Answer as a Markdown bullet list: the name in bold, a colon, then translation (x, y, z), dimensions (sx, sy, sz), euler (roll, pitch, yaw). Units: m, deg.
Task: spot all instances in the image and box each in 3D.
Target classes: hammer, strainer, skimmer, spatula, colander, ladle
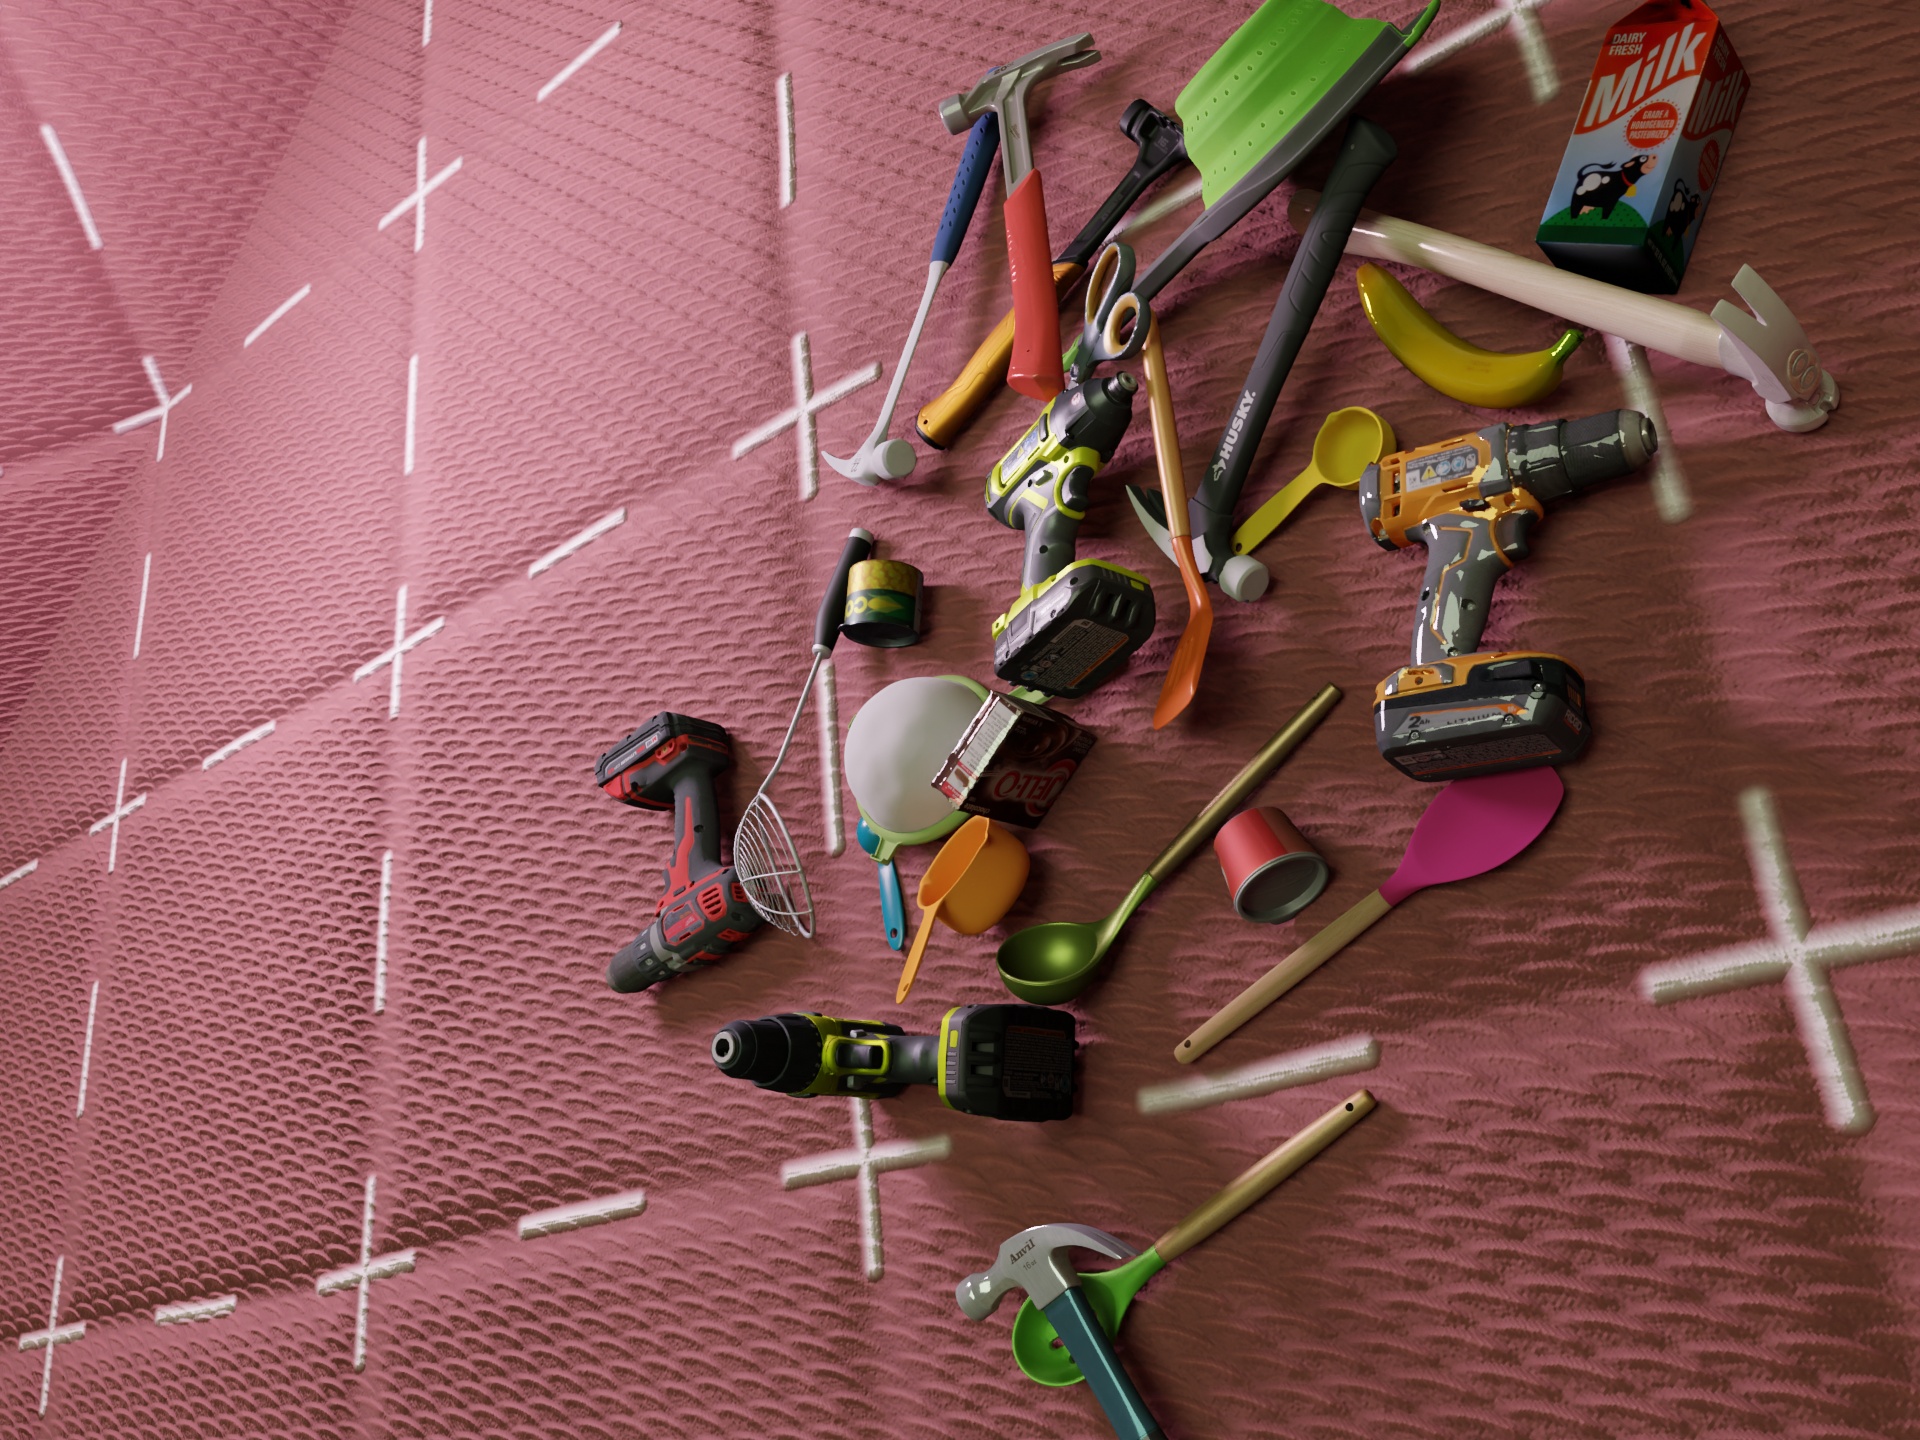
- **hammer**: translation (-0.026, -0.400, 1.439), dimensions (0.144, 0.035, 0.405), euler (5, 74, 61)
- **hammer**: translation (0.063, -0.417, 1.322), dimensions (0.149, 0.036, 0.359), euler (-17, 59, 21)
- **strainer**: translation (-0.002, -0.004, 1.270), dimensions (0.256, 0.069, 0.152), euler (-31, 50, 24)
- **skimmer**: translation (-0.113, 0.005, 1.385), dimensions (0.127, 0.090, 0.363), euler (129, 160, -70)
- **hammer**: translation (0.123, 0.471, 1.012), dimensions (0.128, 0.033, 0.331), euler (-45, 59, 17)
- **hammer**: translation (0.223, -0.263, 1.140), dimensions (0.146, 0.035, 0.334), euler (43, 120, 45)
- **hammer**: translation (0.080, -0.362, 1.353), dimensions (0.337, 0.034, 0.127), euler (-48, 50, 17)
- **spatula**: translation (0.150, -0.155, 1.162), dimensions (0.081, 0.041, 0.323), euler (129, 137, -69)
- **colander**: translation (0.175, -0.414, 1.200), dimensions (0.397, 0.094, 0.205), euler (-39, 12, 40)
- **ladle**: translation (0.147, 0.086, 1.132), dimensions (0.320, 0.062, 0.078), euler (-48, 21, 14)
- **hammer**: translation (0.358, -0.293, 1.036), dimensions (0.411, 0.146, 0.038), euler (40, 101, 46)

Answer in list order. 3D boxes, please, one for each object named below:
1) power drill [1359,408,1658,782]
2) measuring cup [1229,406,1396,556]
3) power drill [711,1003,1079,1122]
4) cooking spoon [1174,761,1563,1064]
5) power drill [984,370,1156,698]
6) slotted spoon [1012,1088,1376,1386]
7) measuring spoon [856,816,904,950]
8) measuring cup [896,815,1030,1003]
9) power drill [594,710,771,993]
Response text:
- **power drill**: translation (0.347, -0.087, 1.004), dimensions (0.185, 0.084, 0.226), euler (-12, 62, 37)
- **measuring cup**: translation (0.252, -0.163, 1.153), dimensions (0.156, 0.029, 0.062), euler (-44, 53, 36)
- **power drill**: translation (-0.048, 0.245, 1.157), dimensions (0.228, 0.190, 0.080), euler (-7, 73, 34)
- **cooking spoon**: translation (0.260, 0.131, 1.044), dimensions (0.319, 0.017, 0.069), euler (-43, 45, 21)
- **power drill**: translation (0.084, -0.145, 1.207), dimensions (0.171, 0.080, 0.223), euler (-42, 40, 47)
- **slotted spoon**: translation (0.154, 0.342, 1.058), dimensions (0.313, 0.031, 0.070), euler (-44, 52, 18)
- **measuring spoon**: translation (-0.066, 0.129, 1.318), dimensions (0.042, 0.021, 0.129), euler (-29, 57, 30)
- **measuring cup**: translation (0.000, 0.151, 1.189), dimensions (0.095, 0.052, 0.174), euler (-38, 22, 47)
- **power drill**: translation (-0.270, 0.127, 1.461), dimensions (0.188, 0.080, 0.227), euler (-33, 60, 28)
